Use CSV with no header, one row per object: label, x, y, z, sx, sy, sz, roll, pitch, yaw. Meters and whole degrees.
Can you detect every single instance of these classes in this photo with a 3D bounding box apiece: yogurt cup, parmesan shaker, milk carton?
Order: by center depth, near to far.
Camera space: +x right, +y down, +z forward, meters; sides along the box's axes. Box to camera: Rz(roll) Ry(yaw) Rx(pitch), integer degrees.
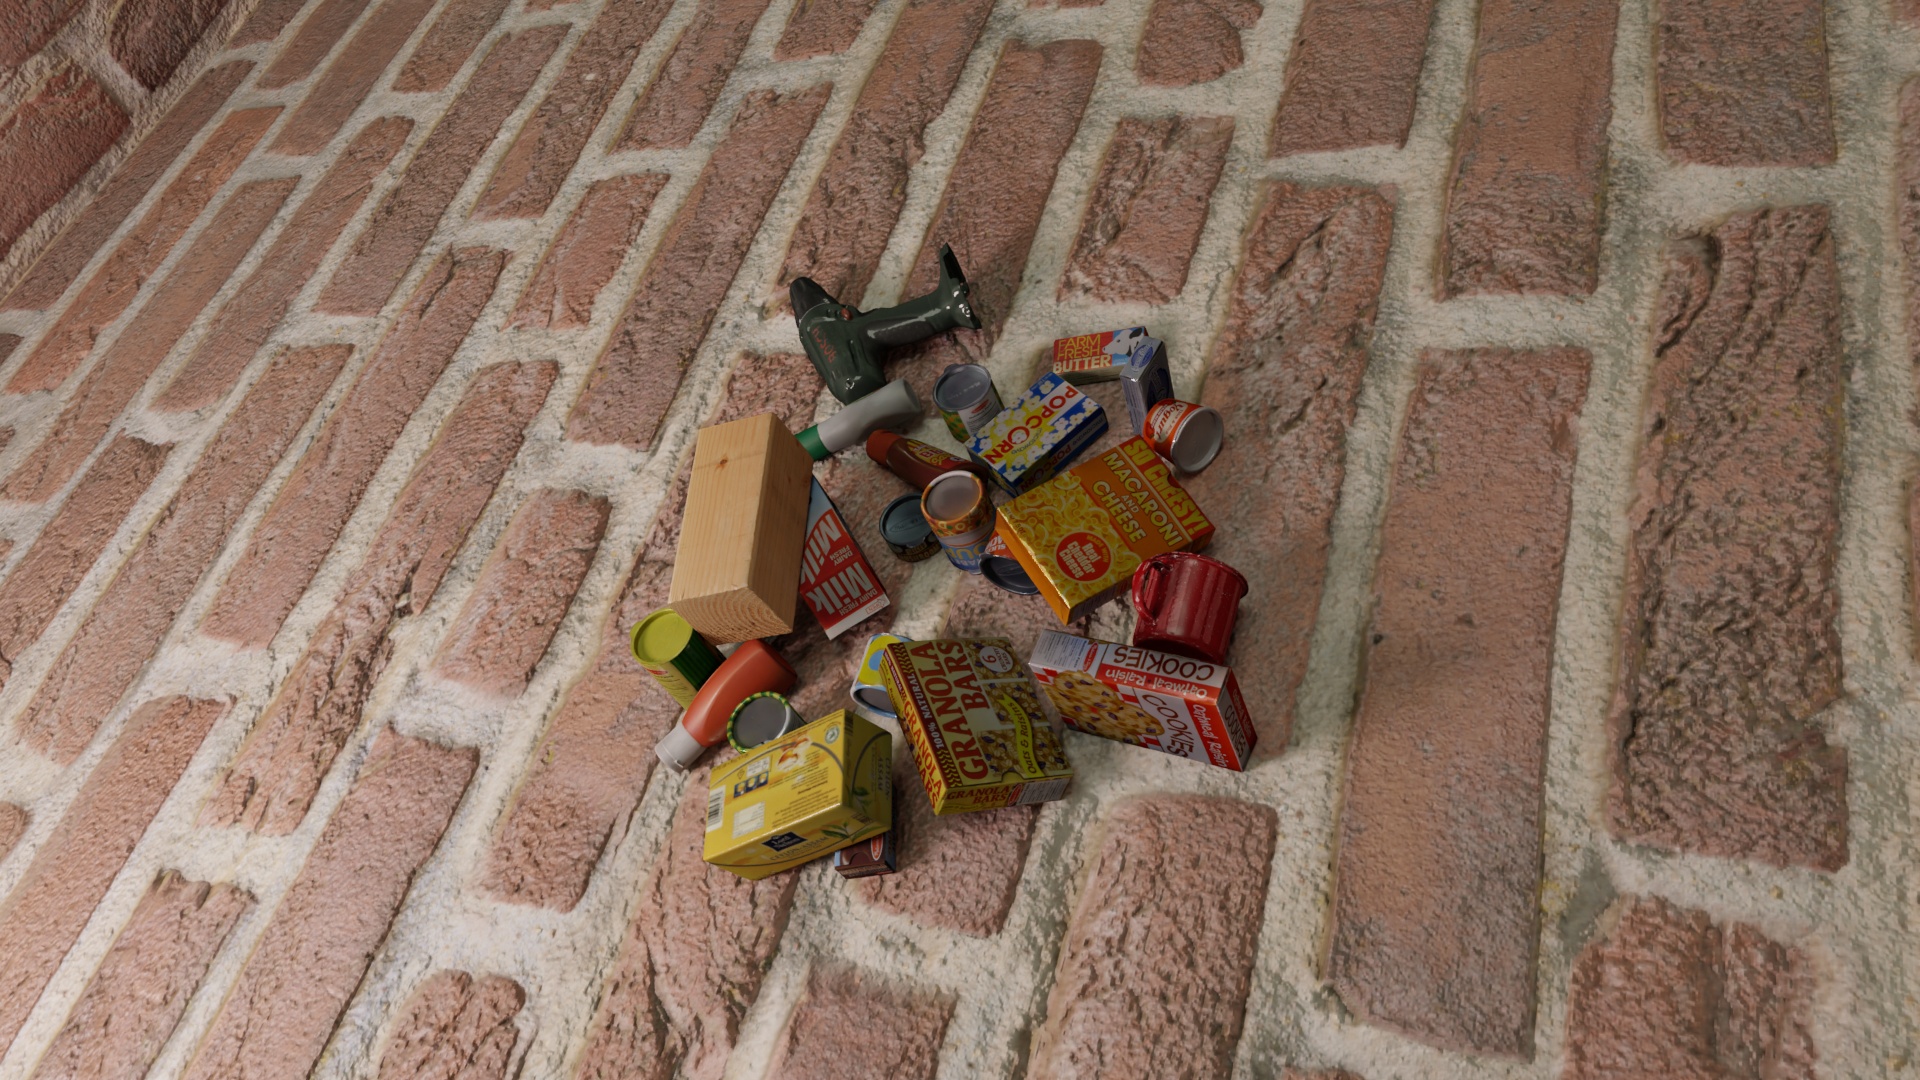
yogurt cup,0.217,-0.107,1.367,0.072,0.072,0.054,-45,43,-13
parmesan shaker,-0.274,0.119,1.374,0.071,0.102,0.071,-11,52,15
milk carton,-0.138,0.018,1.413,0.072,0.073,0.191,-32,50,-1

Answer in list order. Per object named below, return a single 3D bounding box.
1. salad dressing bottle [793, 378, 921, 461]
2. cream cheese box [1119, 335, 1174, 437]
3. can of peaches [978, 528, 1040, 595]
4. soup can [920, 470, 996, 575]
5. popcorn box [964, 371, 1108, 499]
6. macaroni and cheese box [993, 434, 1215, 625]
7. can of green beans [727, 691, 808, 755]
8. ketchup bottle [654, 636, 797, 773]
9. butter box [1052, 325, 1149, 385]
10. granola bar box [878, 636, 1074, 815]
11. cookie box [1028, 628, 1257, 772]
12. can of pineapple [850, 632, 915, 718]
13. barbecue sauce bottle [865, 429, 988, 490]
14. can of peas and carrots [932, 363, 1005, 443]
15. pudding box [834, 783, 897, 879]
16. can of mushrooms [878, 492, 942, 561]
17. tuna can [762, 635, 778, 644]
salad dressing bottle,-0.117,-0.128,1.527,0.147,0.064,0.044,-25,83,13
cream cheese box,0.187,-0.151,1.386,0.024,0.103,0.053,22,68,27
can of peaches,0.057,0.010,1.340,0.071,0.071,0.058,10,59,29
soup can,0.005,-0.017,1.374,0.071,0.083,0.072,-11,52,15
popcorn box,0.079,-0.109,1.441,0.127,0.038,0.085,-41,51,-10
macaroni and cheese box,0.135,-0.013,1.298,0.167,0.040,0.124,-28,66,-17
can of green beans,-0.180,0.184,1.315,0.071,0.057,0.071,-11,51,15
ketchup bottle,-0.232,0.163,1.353,0.149,0.064,0.043,-44,37,-2
butter box,0.150,-0.196,1.487,0.103,0.024,0.053,-6,54,19
granola bar box,0.011,0.158,1.225,0.124,0.038,0.166,-1,44,-26
cookie box,0.156,0.134,1.171,0.167,0.122,0.040,10,61,29
can of pineapple,-0.062,0.128,1.304,0.071,0.070,0.058,3,57,25
barbecue sauce bottle,-0.041,-0.080,1.459,0.065,0.043,0.149,-7,23,-42
can of peas and carrots,0.009,-0.148,1.487,0.071,0.058,0.071,-12,51,15
pudding box,-0.084,0.257,1.240,0.049,0.030,0.084,-11,52,14
can of mushrooms,-0.047,-0.012,1.424,0.071,0.033,0.071,-11,51,14
tuna can,-0.213,0.076,1.403,0.071,0.070,0.033,26,67,35
